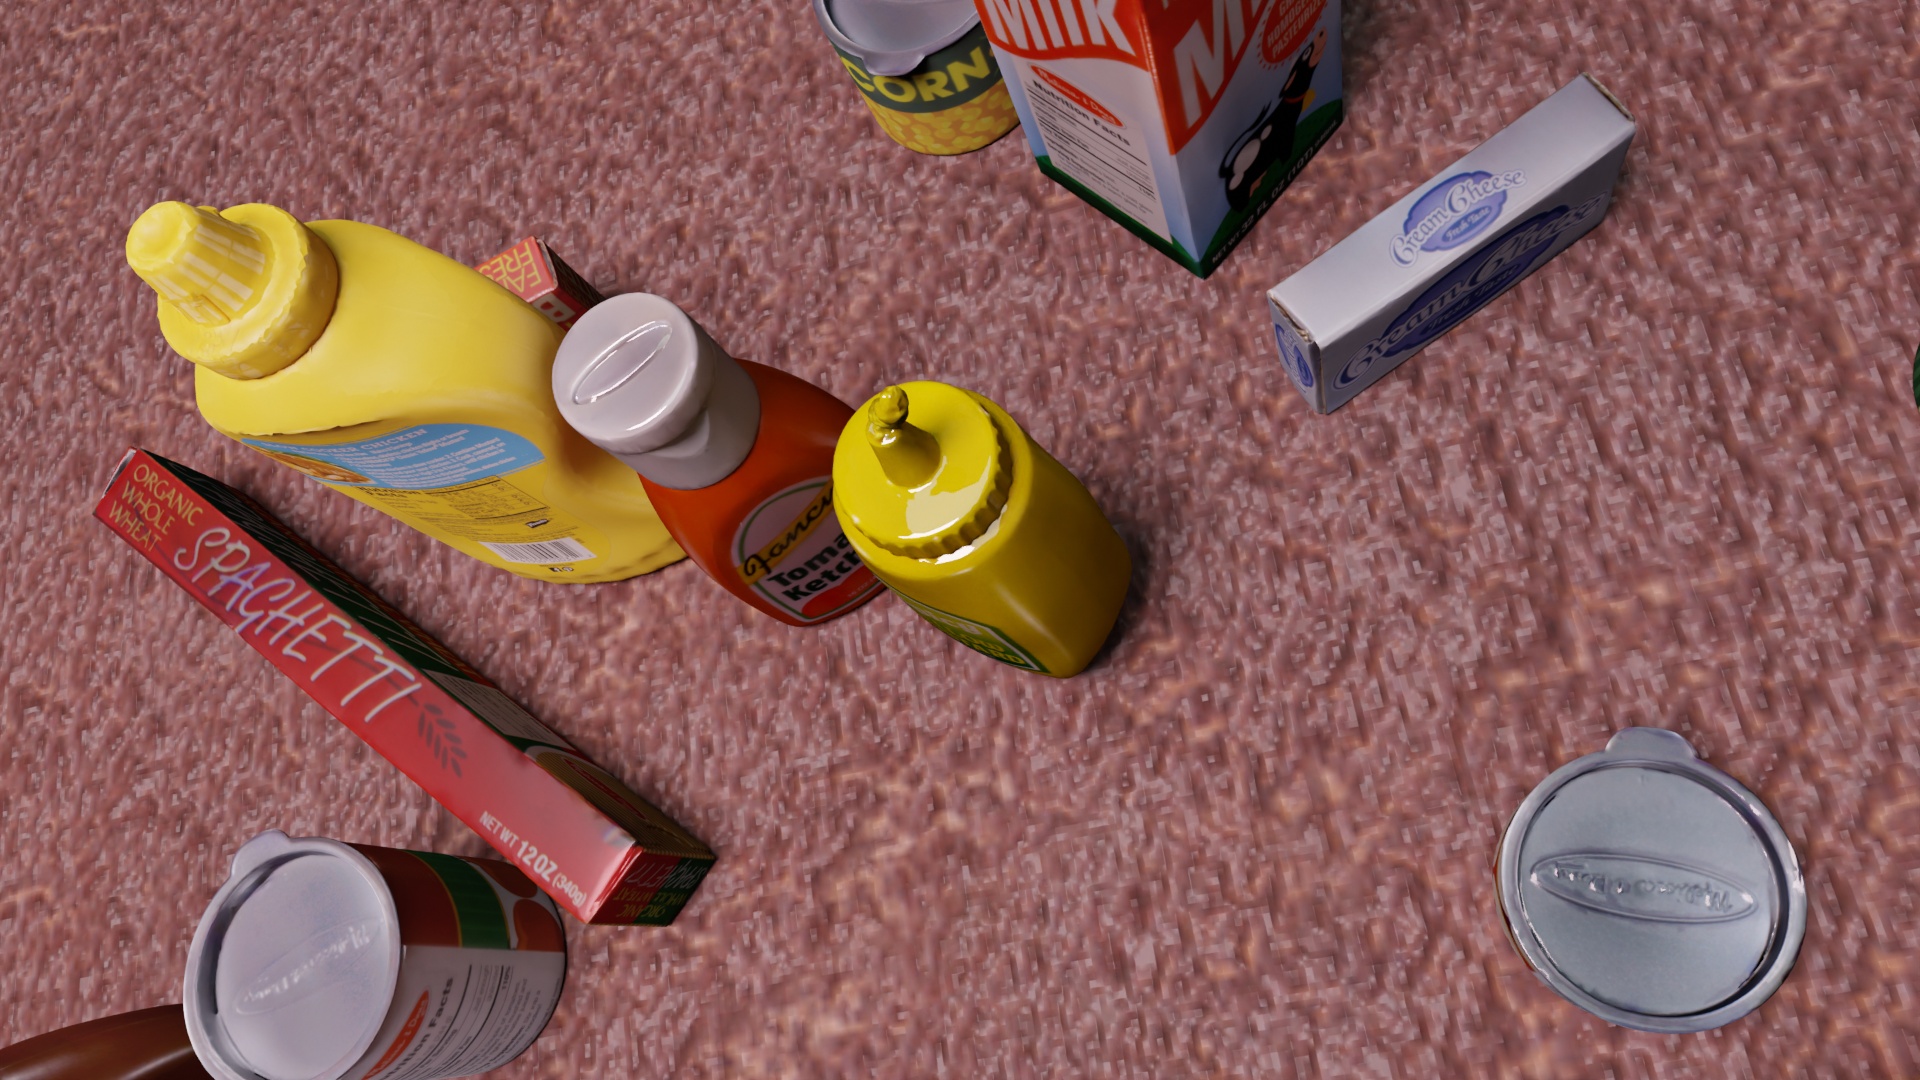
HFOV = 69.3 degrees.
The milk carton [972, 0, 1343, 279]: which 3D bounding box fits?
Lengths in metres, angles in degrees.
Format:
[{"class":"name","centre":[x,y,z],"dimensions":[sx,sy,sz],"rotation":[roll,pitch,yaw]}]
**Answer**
[{"class":"milk carton","centre":[0.050,-0.155,0.367],"dimensions":[0.073,0.190,0.072],"rotation":[40,88,23]}]

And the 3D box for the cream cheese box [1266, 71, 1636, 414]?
[{"class":"cream cheese box","centre":[0.137,-0.081,0.393],"dimensions":[0.104,0.053,0.024],"rotation":[-35,67,3]}]

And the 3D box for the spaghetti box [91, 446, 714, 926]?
[{"class":"spaghetti box","centre":[-0.186,0.042,0.449],"dimensions":[0.250,0.050,0.029],"rotation":[31,84,22]}]

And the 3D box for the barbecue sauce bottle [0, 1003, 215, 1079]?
[{"class":"barbecue sauce bottle","centre":[-0.236,0.159,0.374],"dimensions":[0.044,0.148,0.065],"rotation":[15,78,20]}]

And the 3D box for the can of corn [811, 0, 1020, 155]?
[{"class":"can of corn","centre":[-0.009,-0.168,0.460],"dimensions":[0.071,0.058,0.071],"rotation":[-5,72,15]}]

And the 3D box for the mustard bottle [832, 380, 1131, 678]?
[{"class":"mustard bottle","centre":[0.001,-0.004,0.350],"dimensions":[0.065,0.160,0.049],"rotation":[23,81,21]}]

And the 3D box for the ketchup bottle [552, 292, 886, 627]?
[{"class":"ketchup bottle","centre":[-0.056,-0.019,0.378],"dimensions":[0.065,0.148,0.043],"rotation":[-39,67,2]}]

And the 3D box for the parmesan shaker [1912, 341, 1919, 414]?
[{"class":"parmesan shaker","centre":[0.271,-0.057,0.320],"dimensions":[0.071,0.103,0.071],"rotation":[-5,72,15]}]

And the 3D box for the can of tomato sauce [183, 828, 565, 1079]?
[{"class":"can of tomato sauce","centre":[-0.165,0.121,0.400],"dimensions":[0.071,0.083,0.071],"rotation":[-5,72,15]}]

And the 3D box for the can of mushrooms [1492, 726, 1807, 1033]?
[{"class":"can of mushrooms","centre":[0.168,0.084,0.343],"dimensions":[0.071,0.033,0.071],"rotation":[-5,72,15]}]

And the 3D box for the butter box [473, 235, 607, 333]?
[{"class":"butter box","centre":[-0.171,-0.061,0.476],"dimensions":[0.103,0.053,0.024],"rotation":[-27,68,7]}]
